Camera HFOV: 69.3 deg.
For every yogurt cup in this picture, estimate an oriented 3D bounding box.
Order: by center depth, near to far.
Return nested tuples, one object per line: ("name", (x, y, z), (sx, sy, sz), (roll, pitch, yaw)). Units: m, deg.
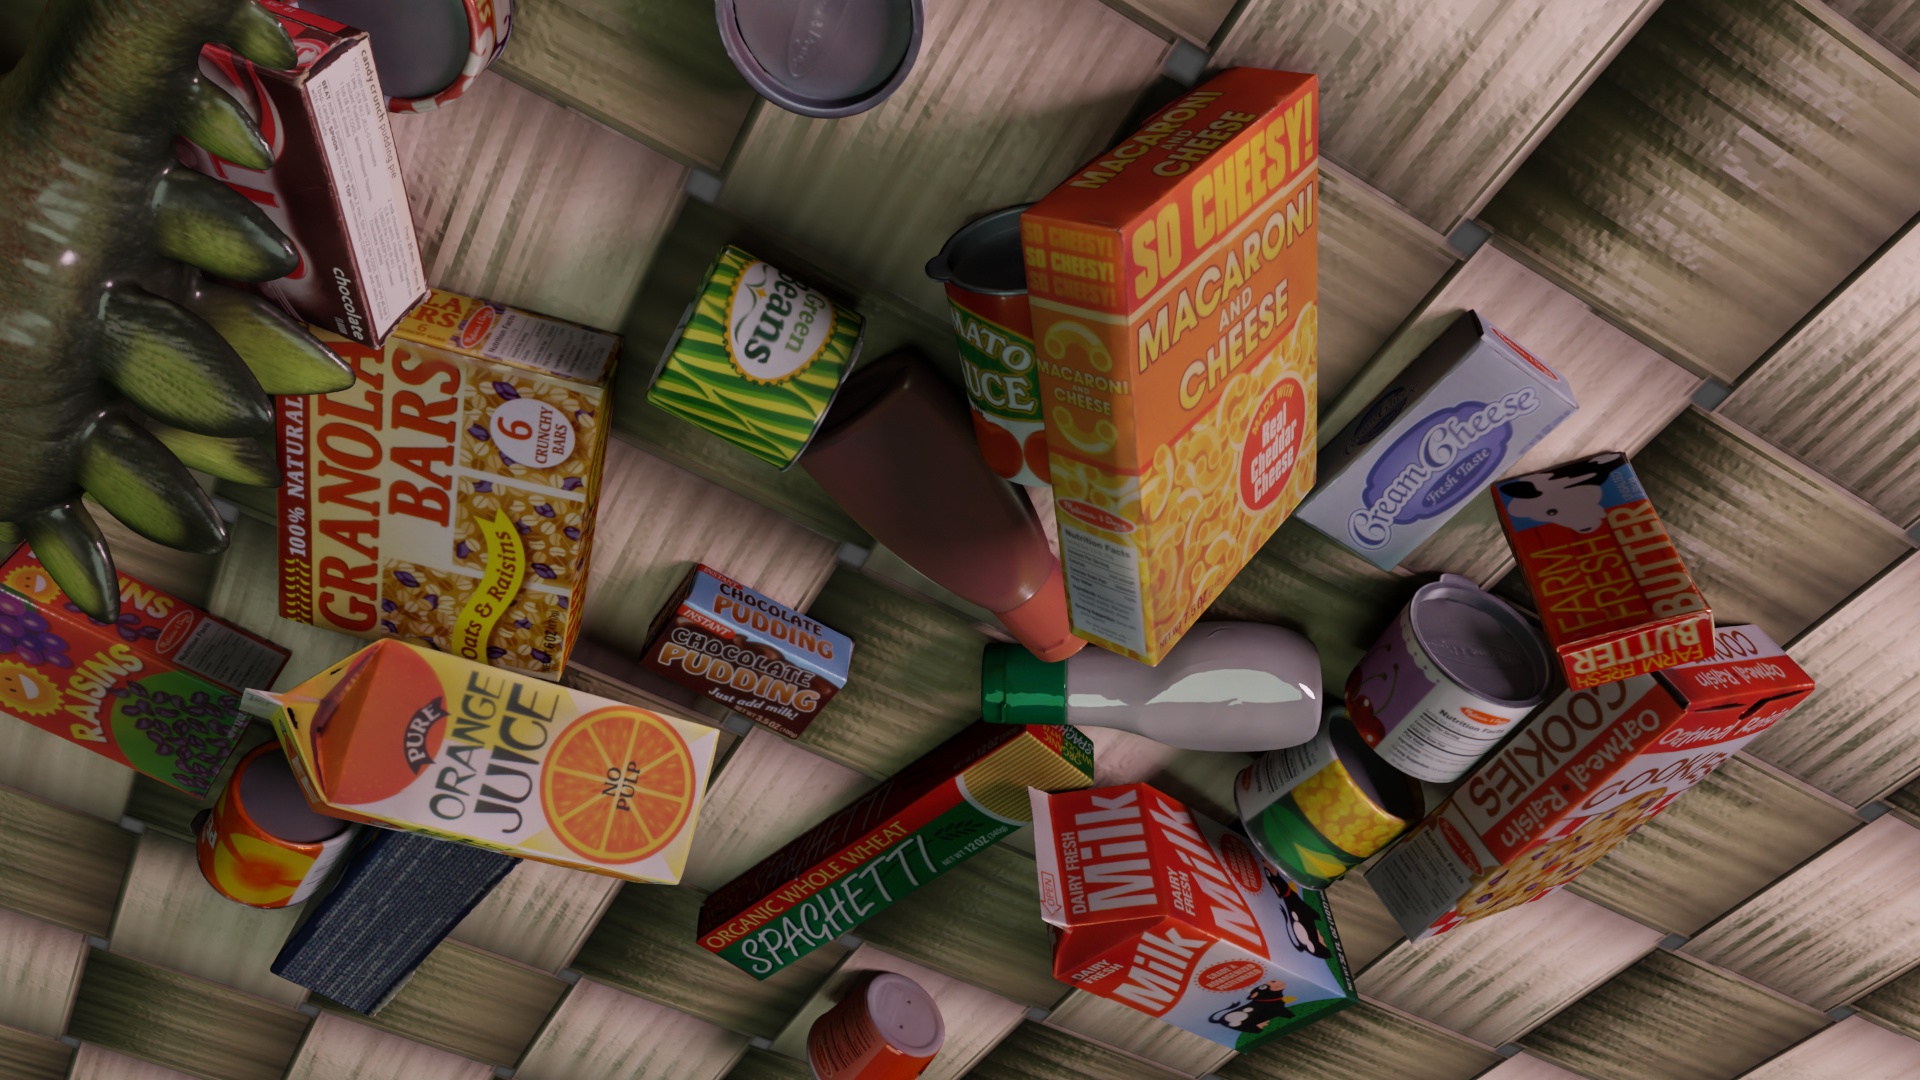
("yogurt cup", (-0.046, 0.284, 0.789), (0.072, 0.073, 0.053), (30, 116, -19))

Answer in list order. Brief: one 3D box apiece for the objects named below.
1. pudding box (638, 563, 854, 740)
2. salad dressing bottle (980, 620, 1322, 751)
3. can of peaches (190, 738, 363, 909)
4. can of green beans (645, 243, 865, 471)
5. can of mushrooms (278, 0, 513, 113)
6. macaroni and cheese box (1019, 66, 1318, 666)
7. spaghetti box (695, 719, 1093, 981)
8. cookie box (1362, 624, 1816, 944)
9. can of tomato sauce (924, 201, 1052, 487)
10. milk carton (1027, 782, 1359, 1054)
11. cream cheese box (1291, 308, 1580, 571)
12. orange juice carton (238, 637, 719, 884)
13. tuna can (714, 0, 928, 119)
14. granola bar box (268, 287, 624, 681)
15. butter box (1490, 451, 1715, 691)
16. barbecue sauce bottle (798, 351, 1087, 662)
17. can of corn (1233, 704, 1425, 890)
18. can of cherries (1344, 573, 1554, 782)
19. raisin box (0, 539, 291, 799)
("pudding box", (-0.096, 0.050, 0.630), (0.083, 0.030, 0.049), (29, 123, -19))
("salad dressing bottle", (0.084, 0.065, 0.622), (0.148, 0.044, 0.064), (1, 130, 4))
("can of peaches", (-0.338, 0.139, 0.691), (0.071, 0.071, 0.057), (30, 124, -19))
("can of green beans", (-0.076, -0.068, 0.513), (0.058, 0.071, 0.071), (28, 125, -16))
("can of mushrooms", (-0.183, -0.178, 0.455), (0.071, 0.034, 0.070), (2, 128, 3))
("macaroni and cheese box", (0.077, -0.059, 0.476), (0.040, 0.124, 0.165), (19, 136, 34))
("spaghetti box", (-0.040, 0.158, 0.711), (0.249, 0.029, 0.050), (-37, 117, 27))
("cookie box", (0.274, 0.106, 0.608), (0.123, 0.040, 0.166), (-1, 137, -39))
("can of tomato sauce", (0.030, -0.070, 0.503), (0.071, 0.071, 0.082), (-7, 128, 9))
("milk carton", (0.101, 0.180, 0.672), (0.190, 0.073, 0.073), (32, 124, -32))
("cream cheese box", (0.184, -0.036, 0.548), (0.053, 0.024, 0.103), (30, 124, -18))
("orange juice carton", (-0.214, 0.095, 0.610), (0.193, 0.073, 0.071), (20, 159, -25))
("tuna can", (-0.046, -0.175, 0.448), (0.071, 0.033, 0.070), (2, 128, 2))
("granola bar box", (-0.214, -0.022, 0.574), (0.124, 0.039, 0.164), (14, 128, -8))
("butter box", (0.242, 0.009, 0.529), (0.053, 0.104, 0.024), (-17, 124, 17))
("barbecue sauce bottle", (0.002, -0.007, 0.570), (0.064, 0.044, 0.148), (-29, 121, 25))
("can of corn", (0.173, 0.120, 0.644), (0.071, 0.071, 0.058), (32, 123, -20))
("can of cherries", (0.207, 0.059, 0.595), (0.071, 0.072, 0.058), (16, 133, -9))
("raisin box", (-0.394, 0.061, 0.651), (0.123, 0.040, 0.085), (32, 124, -19))
